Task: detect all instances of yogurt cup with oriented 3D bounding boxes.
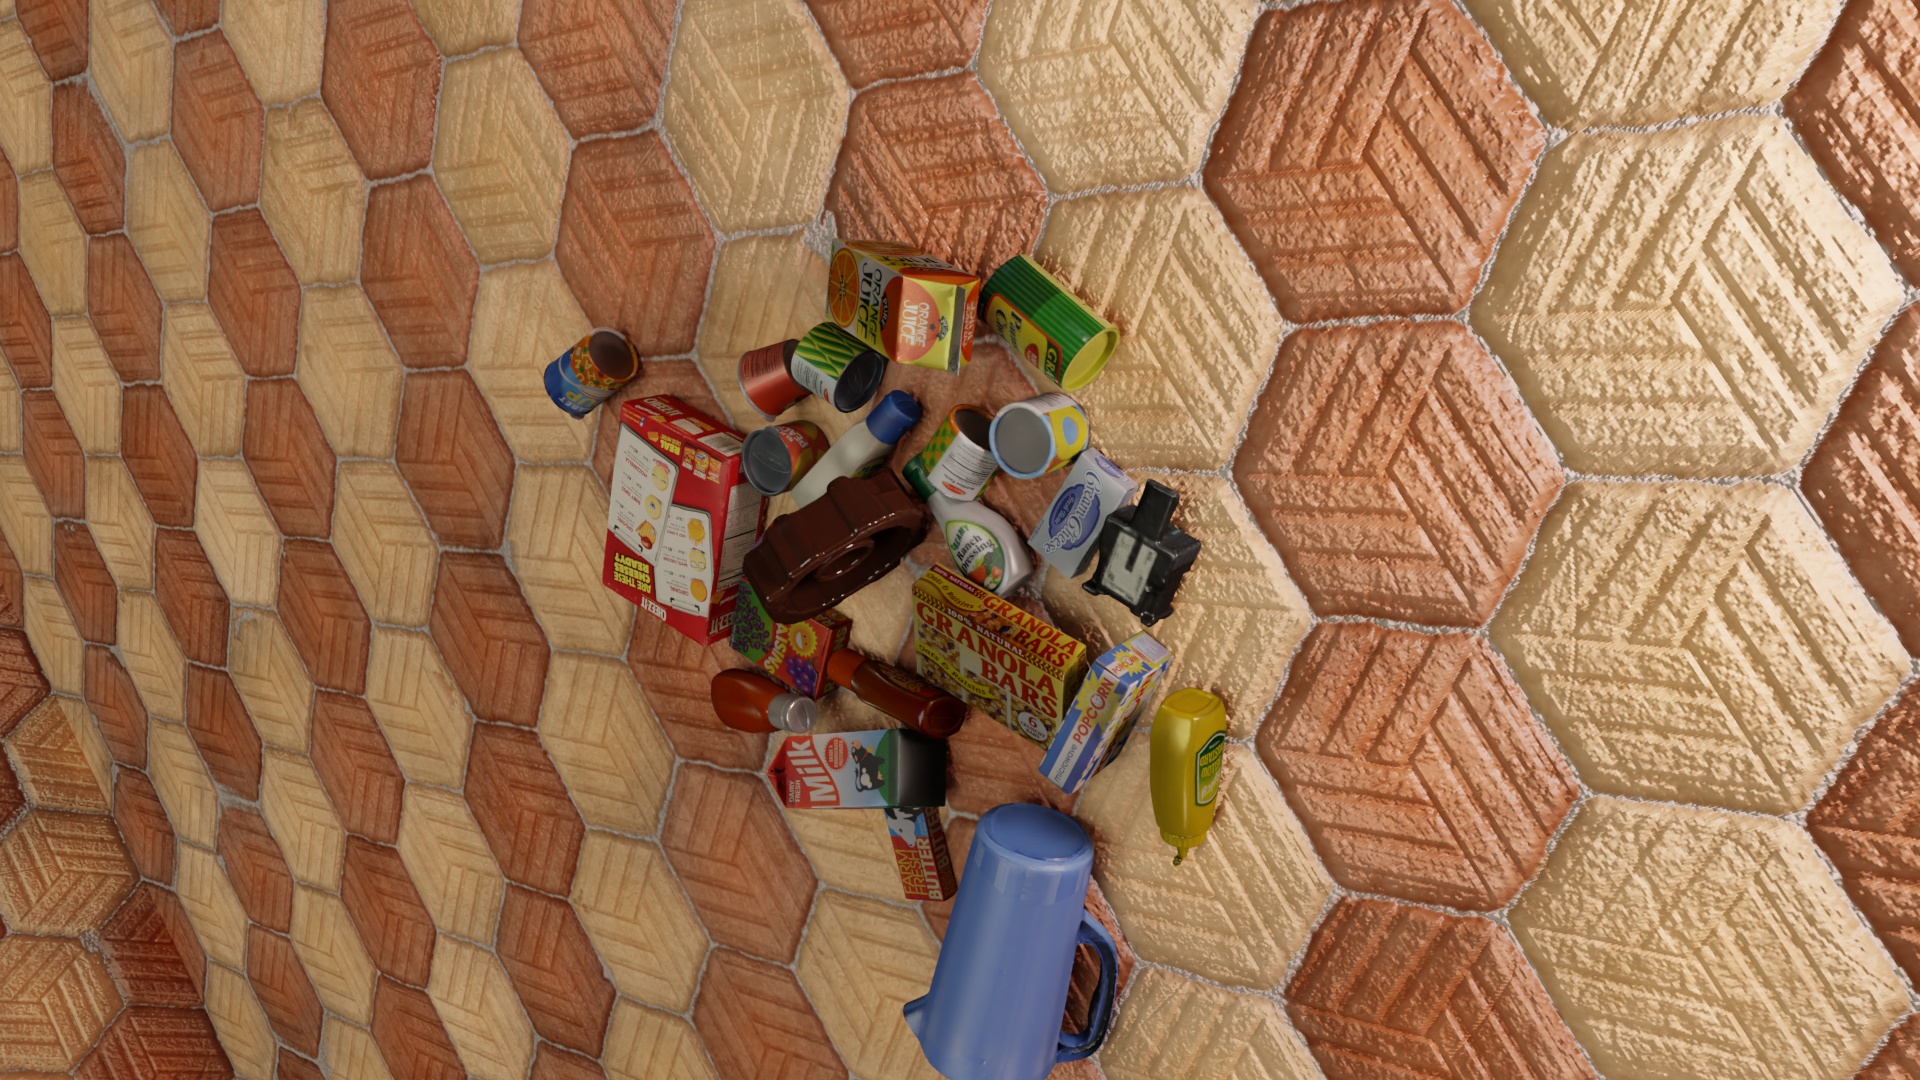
[{"bbox_3d":[-0.170,-0.157,1.320,0.054,0.072,0.072,-20,91,30],"label":"yogurt cup"}]

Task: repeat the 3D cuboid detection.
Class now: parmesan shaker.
[{"bbox_3d":[0.070,-0.176,1.136,0.103,0.071,0.071,43,124,20],"label":"parmesan shaker"}]

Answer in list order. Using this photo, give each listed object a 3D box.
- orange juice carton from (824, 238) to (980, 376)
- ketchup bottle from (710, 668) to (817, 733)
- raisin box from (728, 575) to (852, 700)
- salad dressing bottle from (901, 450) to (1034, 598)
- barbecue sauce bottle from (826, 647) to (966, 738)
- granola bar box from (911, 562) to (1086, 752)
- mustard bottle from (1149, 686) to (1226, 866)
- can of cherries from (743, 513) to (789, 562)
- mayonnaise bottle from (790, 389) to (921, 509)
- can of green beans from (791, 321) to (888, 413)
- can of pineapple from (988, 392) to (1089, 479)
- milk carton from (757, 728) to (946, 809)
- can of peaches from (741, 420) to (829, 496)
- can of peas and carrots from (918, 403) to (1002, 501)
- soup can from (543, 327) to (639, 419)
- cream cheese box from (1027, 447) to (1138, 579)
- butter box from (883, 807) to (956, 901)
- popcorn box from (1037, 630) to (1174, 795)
[{"bbox_3d":[-0.042,-0.197,1.158,0.193,0.073,0.071,39,128,54],"label":"orange juice carton"},{"bbox_3d":[-0.201,0.170,1.423,0.148,0.044,0.064,4,111,52],"label":"ketchup bottle"},{"bbox_3d":[-0.173,0.094,1.407,0.123,0.040,0.085,28,117,27],"label":"raisin box"},{"bbox_3d":[0.004,-0.016,1.241,0.148,0.044,0.064,52,128,14],"label":"salad dressing bottle"},{"bbox_3d":[-0.067,0.143,1.330,0.148,0.065,0.043,21,96,40],"label":"barbecue sauce bottle"},{"bbox_3d":[0.034,0.106,1.230,0.166,0.039,0.123,29,142,27],"label":"granola bar box"},{"bbox_3d":[0.188,0.204,1.157,0.049,0.065,0.159,17,118,38],"label":"mustard bottle"},{"bbox_3d":[-0.172,0.014,1.368,0.071,0.072,0.058,51,126,14],"label":"can of cherries"},{"bbox_3d":[-0.094,-0.080,1.287,0.147,0.065,0.041,-43,76,33],"label":"mayonnaise bottle"},{"bbox_3d":[-0.112,-0.159,1.273,0.058,0.071,0.071,35,121,25],"label":"can of green beans"},{"bbox_3d":[0.066,-0.086,1.167,0.071,0.058,0.070,11,109,34],"label":"can of pineapple"},{"bbox_3d":[-0.109,0.227,1.363,0.190,0.072,0.073,-10,74,39],"label":"milk carton"},{"bbox_3d":[-0.168,-0.082,1.341,0.071,0.058,0.071,11,108,35],"label":"can of peaches"},{"bbox_3d":[0.005,-0.078,1.211,0.071,0.071,0.058,47,125,16],"label":"can of peas and carrots"},{"bbox_3d":[-0.391,-0.177,1.474,0.083,0.071,0.071,-26,87,38],"label":"soup can"},{"bbox_3d":[0.103,-0.022,1.179,0.053,0.024,0.103,41,124,19],"label":"cream cheese box"},{"bbox_3d":[-0.041,0.305,1.377,0.053,0.024,0.103,-9,97,38],"label":"butter box"},{"bbox_3d":[0.122,0.145,1.172,0.038,0.085,0.126,36,121,22],"label":"popcorn box"}]
